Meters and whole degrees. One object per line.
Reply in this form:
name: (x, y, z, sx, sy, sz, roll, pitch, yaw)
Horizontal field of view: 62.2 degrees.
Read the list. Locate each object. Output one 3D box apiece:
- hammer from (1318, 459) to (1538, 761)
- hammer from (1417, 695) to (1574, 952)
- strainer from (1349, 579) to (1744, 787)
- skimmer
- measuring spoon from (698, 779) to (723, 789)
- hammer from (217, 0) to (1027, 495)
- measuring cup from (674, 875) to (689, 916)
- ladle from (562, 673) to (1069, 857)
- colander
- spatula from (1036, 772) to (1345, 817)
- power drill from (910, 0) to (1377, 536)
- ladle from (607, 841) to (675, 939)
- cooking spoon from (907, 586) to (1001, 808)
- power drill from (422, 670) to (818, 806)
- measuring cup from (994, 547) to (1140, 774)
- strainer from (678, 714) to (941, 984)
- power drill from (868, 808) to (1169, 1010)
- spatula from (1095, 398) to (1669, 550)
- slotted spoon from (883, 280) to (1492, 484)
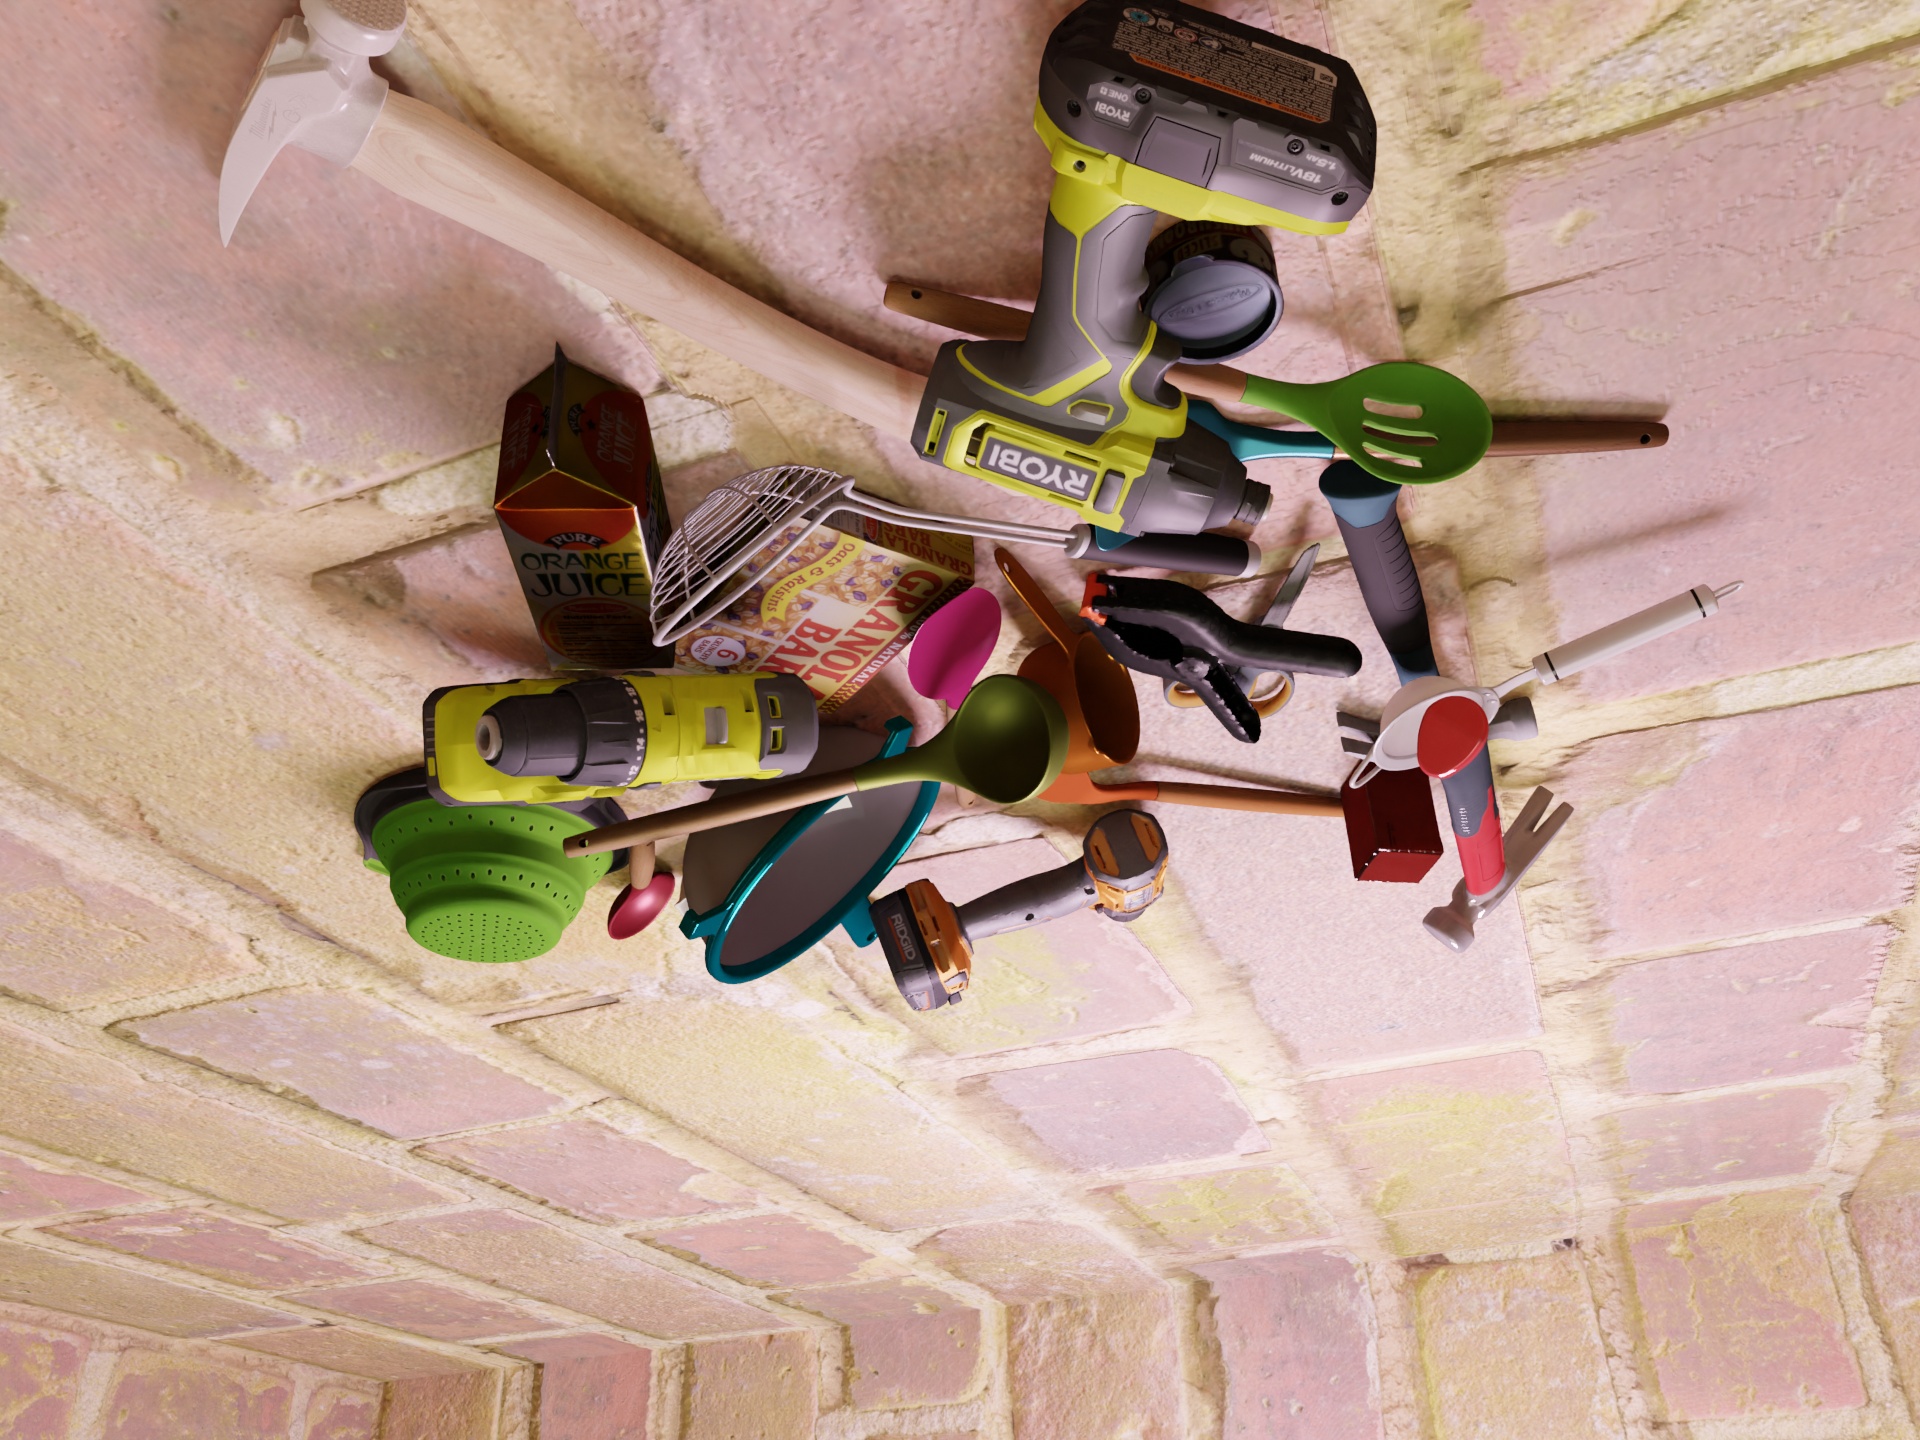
hammer: (0.280, -0.058, 0.999, 0.128, 0.033, 0.330, -15, 146, 18)
hammer: (0.350, 0.052, 1.051, 0.143, 0.038, 0.386, -50, 152, -3)
strainer: (0.355, -0.030, 0.987, 0.258, 0.050, 0.086, -26, 148, 20)
skimmer: (0.013, -0.075, 0.849, 0.363, 0.090, 0.127, 3, 160, -27)
measuring spoon: (-0.159, 0.051, 1.166, 0.034, 0.018, 0.124, -21, 153, 6)
hammer: (-0.126, -0.190, 0.749, 0.410, 0.038, 0.146, 21, 143, -34)
measuring cup: (-0.177, 0.111, 1.238, 0.083, 0.038, 0.167, 5, 146, -12)
ladle: (-0.091, 0.040, 0.957, 0.320, 0.078, 0.062, -14, 171, 5)
colander: (-0.291, 0.088, 1.133, 0.397, 0.095, 0.204, -29, 140, 36)
spatula: (0.162, 0.045, 1.171, 0.322, 0.041, 0.081, 6, 150, -22)
power drill: (0.084, -0.180, 0.690, 0.171, 0.080, 0.223, 18, 139, -2)
ladle: (-0.234, 0.114, 1.165, 0.031, 0.069, 0.315, 45, 160, 3)
cooking spoon: (-0.002, -0.003, 1.036, 0.069, 0.017, 0.318, -36, 160, -13)
power drill: (-0.220, 0.009, 0.918, 0.190, 0.080, 0.228, -3, 179, -41)
measuring cup: (0.049, -0.037, 0.988, 0.052, 0.095, 0.173, -18, 128, 31)
strainer: (-0.113, 0.095, 1.149, 0.211, 0.095, 0.340, -44, 163, -10)
power drill: (0.054, 0.149, 1.239, 0.226, 0.084, 0.185, -22, 160, -2)
spatula: (0.225, -0.142, 0.847, 0.317, 0.044, 0.082, -3, 121, -3)
slotted spoon: (0.115, -0.173, 0.787, 0.313, 0.070, 0.031, 11, 161, -11)
